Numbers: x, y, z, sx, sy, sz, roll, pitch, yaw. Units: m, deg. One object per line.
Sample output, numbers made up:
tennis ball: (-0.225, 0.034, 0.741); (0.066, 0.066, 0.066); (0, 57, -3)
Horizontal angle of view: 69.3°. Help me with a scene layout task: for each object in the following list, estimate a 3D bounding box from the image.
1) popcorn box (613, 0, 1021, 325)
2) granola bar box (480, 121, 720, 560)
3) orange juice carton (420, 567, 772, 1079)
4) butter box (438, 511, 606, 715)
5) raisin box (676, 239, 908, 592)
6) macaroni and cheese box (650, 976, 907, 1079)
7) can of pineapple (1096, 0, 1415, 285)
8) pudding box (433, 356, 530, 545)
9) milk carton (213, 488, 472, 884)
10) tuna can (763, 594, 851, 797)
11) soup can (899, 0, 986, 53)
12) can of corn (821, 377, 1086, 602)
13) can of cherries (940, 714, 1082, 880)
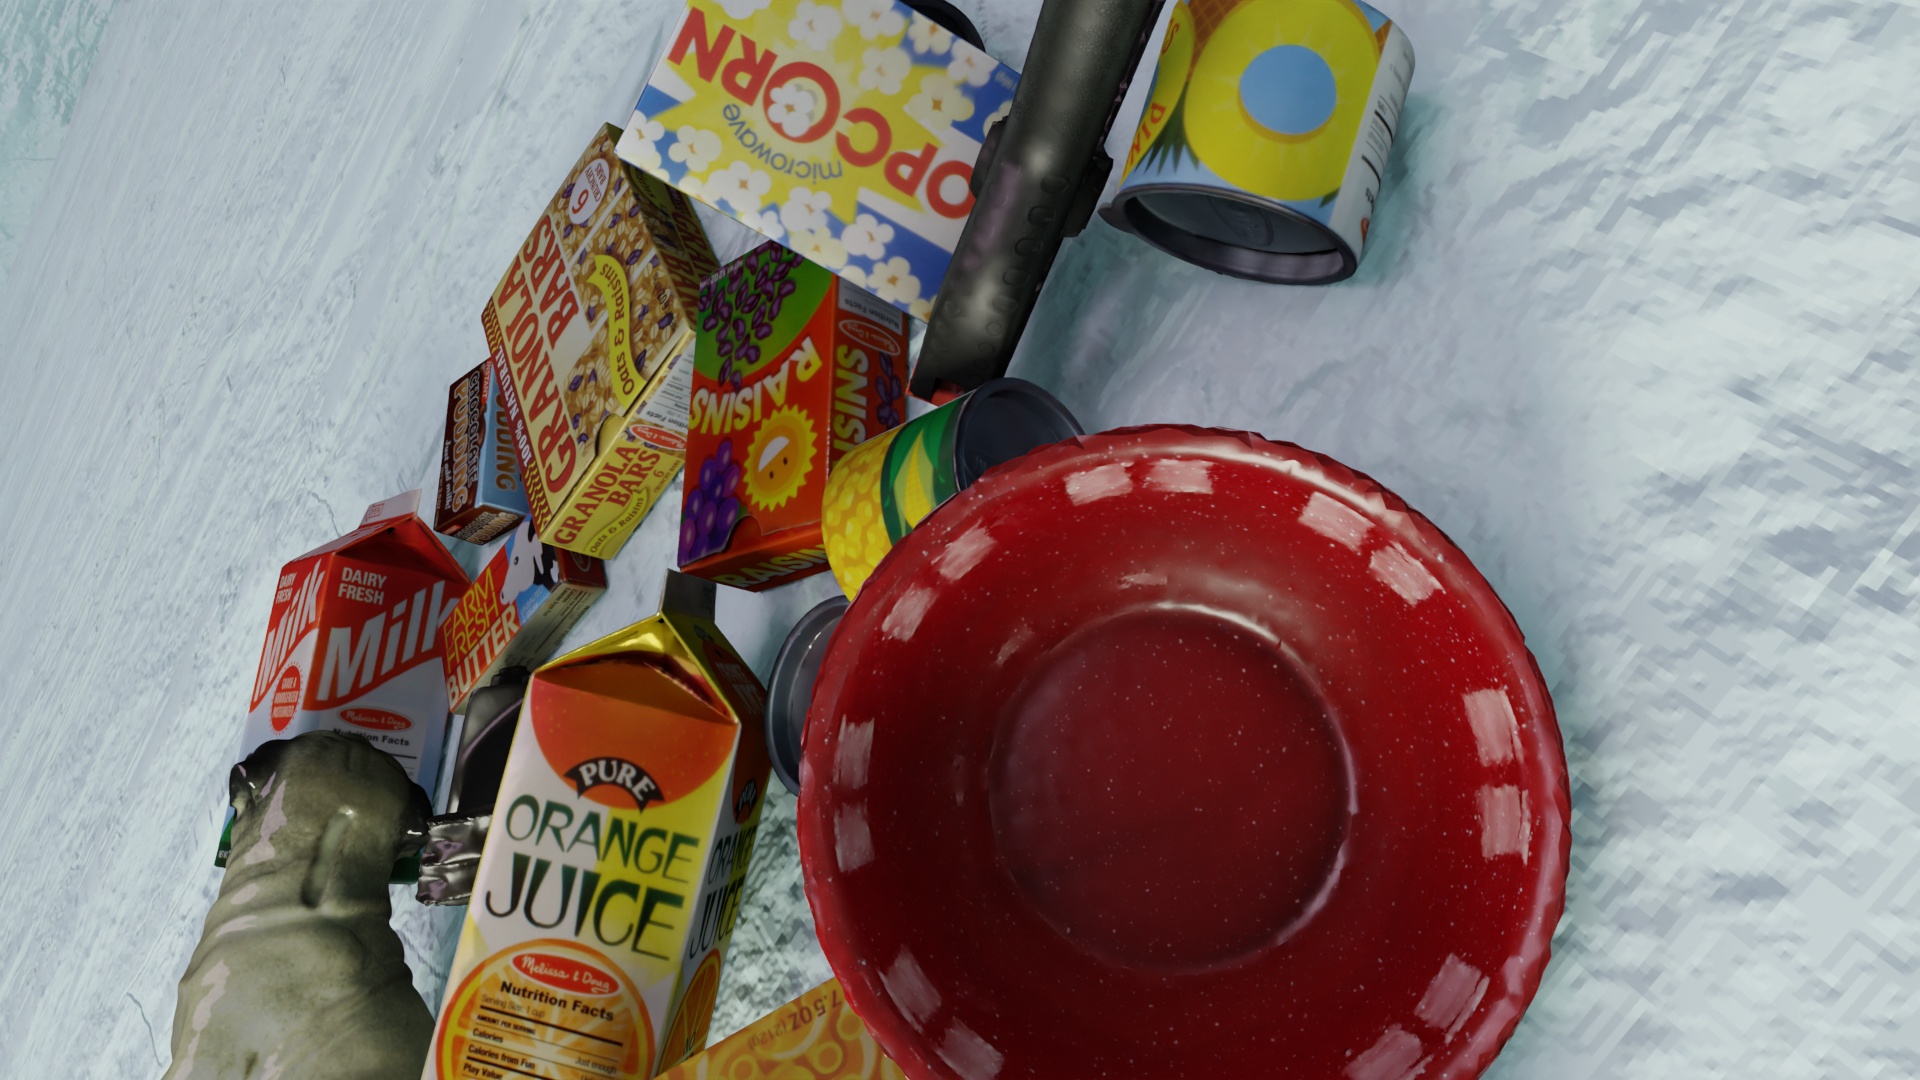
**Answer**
popcorn box: (-0.036, -0.133, 0.451); (0.085, 0.127, 0.038); (-60, 15, 13)
granola bar box: (-0.161, -0.093, 0.628); (0.123, 0.039, 0.166); (-48, 47, 23)
orange juice carton: (-0.112, 0.105, 0.462); (0.073, 0.071, 0.193); (12, 83, 5)
butter box: (-0.203, 0.032, 0.638); (0.103, 0.024, 0.053); (-45, 49, 26)
raisin box: (-0.061, -0.050, 0.510); (0.086, 0.040, 0.123); (-16, 66, 41)
macaroni and cheese box: (-0.034, 0.207, 0.348); (0.124, 0.040, 0.167); (-29, 50, -2)
can of pineapple: (0.078, -0.106, 0.365); (0.071, 0.071, 0.058); (14, 86, 47)
pudding box: (-0.234, -0.045, 0.694); (0.049, 0.030, 0.084); (-20, 62, 39)
milk carton: (-0.300, 0.069, 0.688); (0.072, 0.073, 0.191); (-9, 69, 45)
tuna can: (-0.029, 0.055, 0.444); (0.071, 0.033, 0.071); (-18, 64, 41)
soup can: (-0.041, -0.177, 0.511); (0.071, 0.071, 0.084); (-57, 44, 15)
can of corn: (0.001, -0.005, 0.408); (0.058, 0.071, 0.071); (-21, 62, 41)
can of cherries: (-0.001, 0.075, 0.381); (0.071, 0.071, 0.058); (16, 88, 48)
